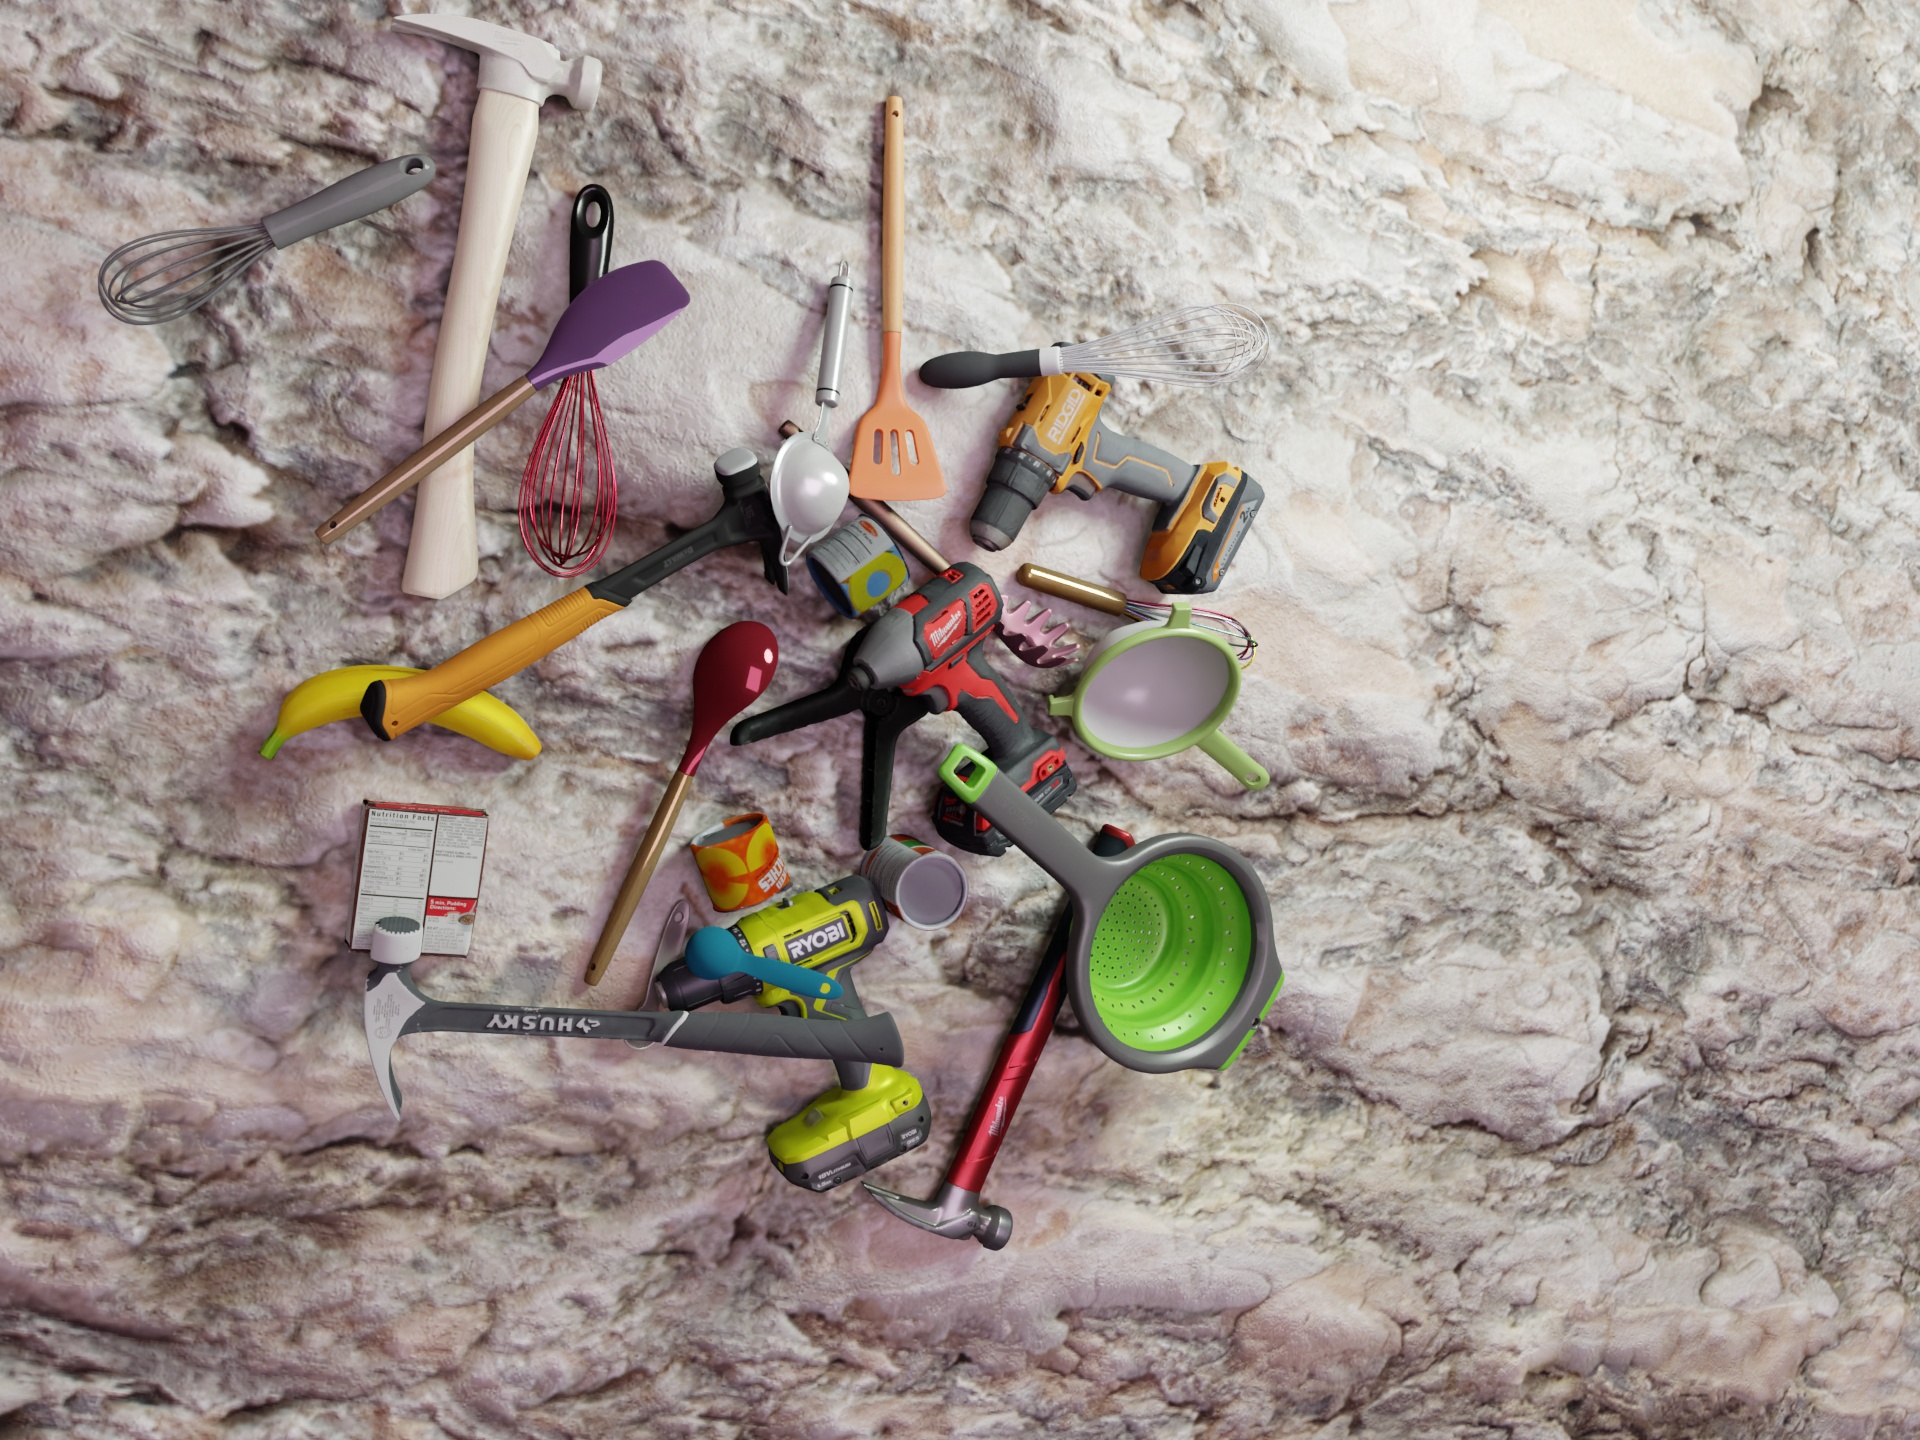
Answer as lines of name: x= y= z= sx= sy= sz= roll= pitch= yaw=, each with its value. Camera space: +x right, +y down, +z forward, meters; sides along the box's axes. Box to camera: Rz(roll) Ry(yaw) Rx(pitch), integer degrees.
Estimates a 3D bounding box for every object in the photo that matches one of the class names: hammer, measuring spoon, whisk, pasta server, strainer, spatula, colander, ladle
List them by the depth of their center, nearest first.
whisk: x=-0.470 y=-0.334 z=1.084 sx=0.239 sy=0.055 sz=0.055 roll=-28 pitch=107 yaw=-12
spatula: x=-0.331 y=-0.228 z=1.142 sx=0.316 sy=0.018 sz=0.060 roll=-40 pitch=85 yaw=-9
hammer: x=-0.366 y=-0.294 z=1.153 sx=0.146 sy=0.038 sz=0.410 roll=9 pitch=93 yaw=-23
hammer: x=-0.280 y=-0.076 z=1.178 sx=0.337 sy=0.034 sz=0.127 roll=-32 pitch=136 yaw=-20
whisk: x=-0.284 y=-0.253 z=1.184 sx=0.073 sy=0.073 sz=0.296 roll=5 pitch=88 yaw=-24
hammer: x=-0.239 y=0.238 z=1.209 sx=0.408 sy=0.036 sz=0.149 roll=7 pitch=103 yaw=-16
measuring spoon: x=-0.152 y=0.195 z=1.238 sx=0.128 sy=0.021 sz=0.042 roll=19 pitch=85 yaw=-9
strainer: x=-0.105 y=-0.246 z=1.247 sx=0.086 sy=0.050 sz=0.258 roll=25 pitch=67 yaw=-55
ladle: x=-0.228 y=0.064 z=1.253 sx=0.315 sy=0.069 sz=0.031 roll=-66 pitch=154 yaw=1
measuring spoon: x=-0.244 y=0.203 z=1.279 sx=0.034 sy=0.018 sz=0.124 roll=25 pitch=79 yaw=-39
spatula: x=-0.053 y=-0.338 z=1.282 sx=0.081 sy=0.041 sz=0.322 roll=0 pitch=95 yaw=-11
whisk: x=0.105 y=-0.292 z=1.284 sx=0.284 sy=0.070 sz=0.070 roll=-3 pitch=99 yaw=13
pasta server: x=-0.024 y=-0.144 z=1.320 sx=0.316 sy=0.060 sz=0.040 roll=41 pitch=121 yaw=-20
colander: x=0.107 y=0.142 z=1.330 sx=0.396 sy=0.094 sz=0.204 roll=42 pitch=77 yaw=-26
hammer: x=0.050 y=0.266 z=1.400 sx=0.143 sy=0.038 sz=0.386 roll=26 pitch=86 yaw=-22
whisk: x=0.161 y=-0.093 z=1.405 sx=0.244 sy=0.051 sz=0.047 roll=16 pitch=95 yaw=-21
strainer: x=0.196 y=-0.016 z=1.415 sx=0.151 sy=0.069 sz=0.256 roll=-38 pitch=132 yaw=19

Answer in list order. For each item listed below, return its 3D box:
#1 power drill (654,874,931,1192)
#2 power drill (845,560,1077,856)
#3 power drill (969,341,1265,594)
power drill: x=-0.131 y=0.260 z=1.300 sx=0.190 sy=0.080 sz=0.228 roll=-21 pitch=101 yaw=-20
power drill: x=-0.002 y=-0.004 z=1.297 sx=0.143 sy=0.079 sz=0.219 roll=-38 pitch=119 yaw=-24
power drill: x=0.127 y=-0.188 z=1.359 sx=0.226 sy=0.084 sz=0.185 roll=31 pitch=83 yaw=-19
